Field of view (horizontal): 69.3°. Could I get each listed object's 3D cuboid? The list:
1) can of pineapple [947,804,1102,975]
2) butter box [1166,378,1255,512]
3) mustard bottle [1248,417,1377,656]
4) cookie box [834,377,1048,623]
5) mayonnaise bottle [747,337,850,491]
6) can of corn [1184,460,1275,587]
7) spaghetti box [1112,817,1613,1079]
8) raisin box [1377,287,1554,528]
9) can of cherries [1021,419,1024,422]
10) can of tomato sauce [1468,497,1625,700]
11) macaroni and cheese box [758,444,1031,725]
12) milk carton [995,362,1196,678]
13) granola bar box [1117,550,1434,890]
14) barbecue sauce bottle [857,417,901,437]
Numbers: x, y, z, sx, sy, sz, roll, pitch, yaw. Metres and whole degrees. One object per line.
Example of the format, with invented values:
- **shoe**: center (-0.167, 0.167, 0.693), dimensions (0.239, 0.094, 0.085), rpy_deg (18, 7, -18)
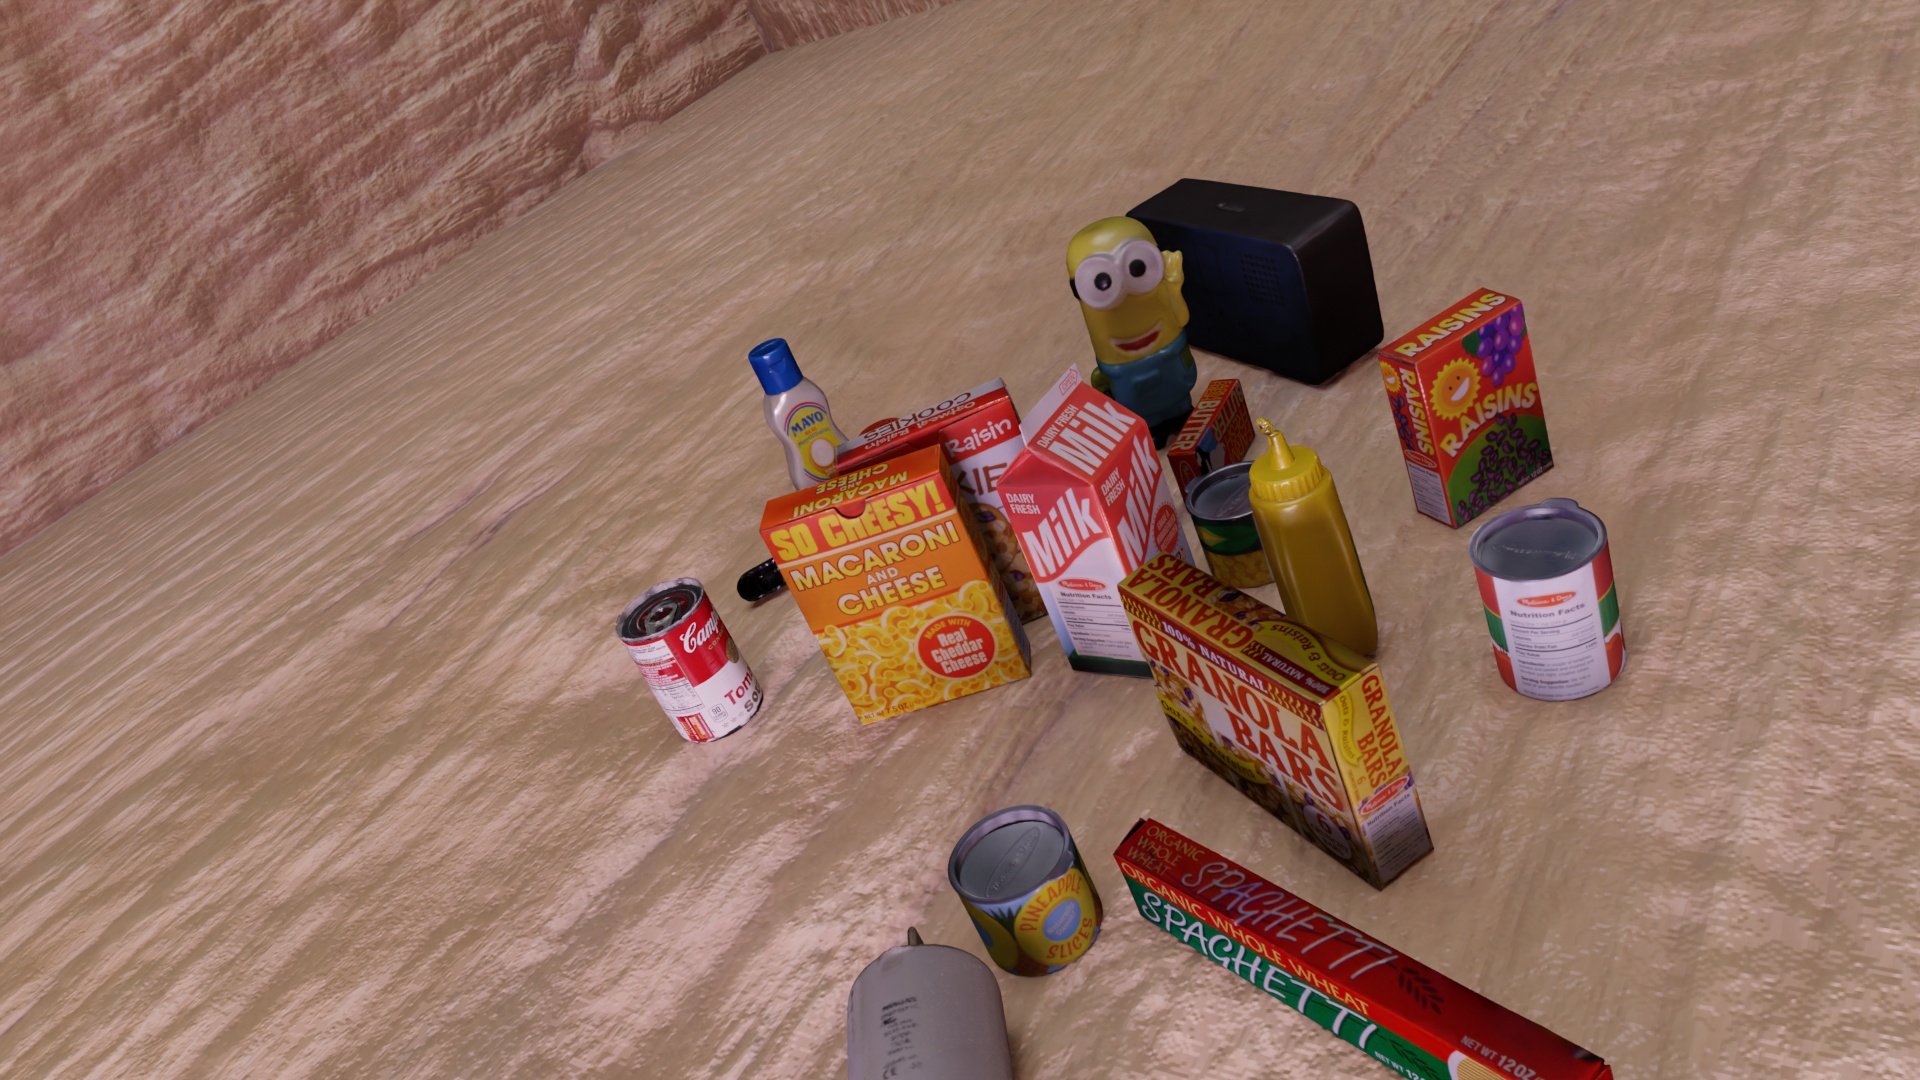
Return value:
- **can of pineapple**: center (0.035, 0.181, 0.716), dimensions (0.071, 0.057, 0.071), rpy_deg (-18, 30, 11)
- **butter box**: center (0.186, -0.071, 1.022), dimensions (0.024, 0.053, 0.104), rpy_deg (-2, 36, 34)
- **mustard bottle**: center (0.197, -0.003, 0.793), dimensions (0.049, 0.159, 0.065), rpy_deg (-21, 29, 6)
- **cookie box**: center (0.003, -0.012, 0.943), dimensions (0.123, 0.166, 0.040), rpy_deg (-23, 29, 3)
- **mayonnaise bottle**: center (-0.140, -0.106, 1.222), dimensions (0.065, 0.147, 0.041), rpy_deg (-31, 29, -12)
- **can of corn**: center (0.187, -0.011, 0.918), dimensions (0.071, 0.058, 0.071), rpy_deg (-18, 30, 11)
- **spaghetti box**: center (0.164, 0.191, 0.612), dimensions (0.029, 0.050, 0.250), rpy_deg (-38, 32, -23)
- **raisin box**: center (0.318, -0.083, 0.872), dimensions (0.086, 0.123, 0.040), rpy_deg (-30, 29, -10)
- **can of cherries**: center (0.083, -0.068, 1.087), dimensions (0.071, 0.058, 0.072), rpy_deg (-18, 30, 11)
- **can of tomato sauce**: center (0.310, 0.031, 0.732), dimensions (0.071, 0.082, 0.071), rpy_deg (-18, 30, 11)
- **macaroni and cheese box**: center (-0.039, 0.033, 0.902), dimensions (0.123, 0.165, 0.040), rpy_deg (-18, 29, 11)
- **milk carton**: center (0.085, -0.011, 0.857), dimensions (0.073, 0.189, 0.073), rpy_deg (1, 38, 39)
- **granola bar box**: center (0.156, 0.088, 0.712), dimensions (0.039, 0.123, 0.166), rpy_deg (-33, 30, -15)
- **barbecue sauce bottle**: center (-0.028, -0.017, 0.994), dimensions (0.043, 0.148, 0.065), rpy_deg (-2, 36, 35)
